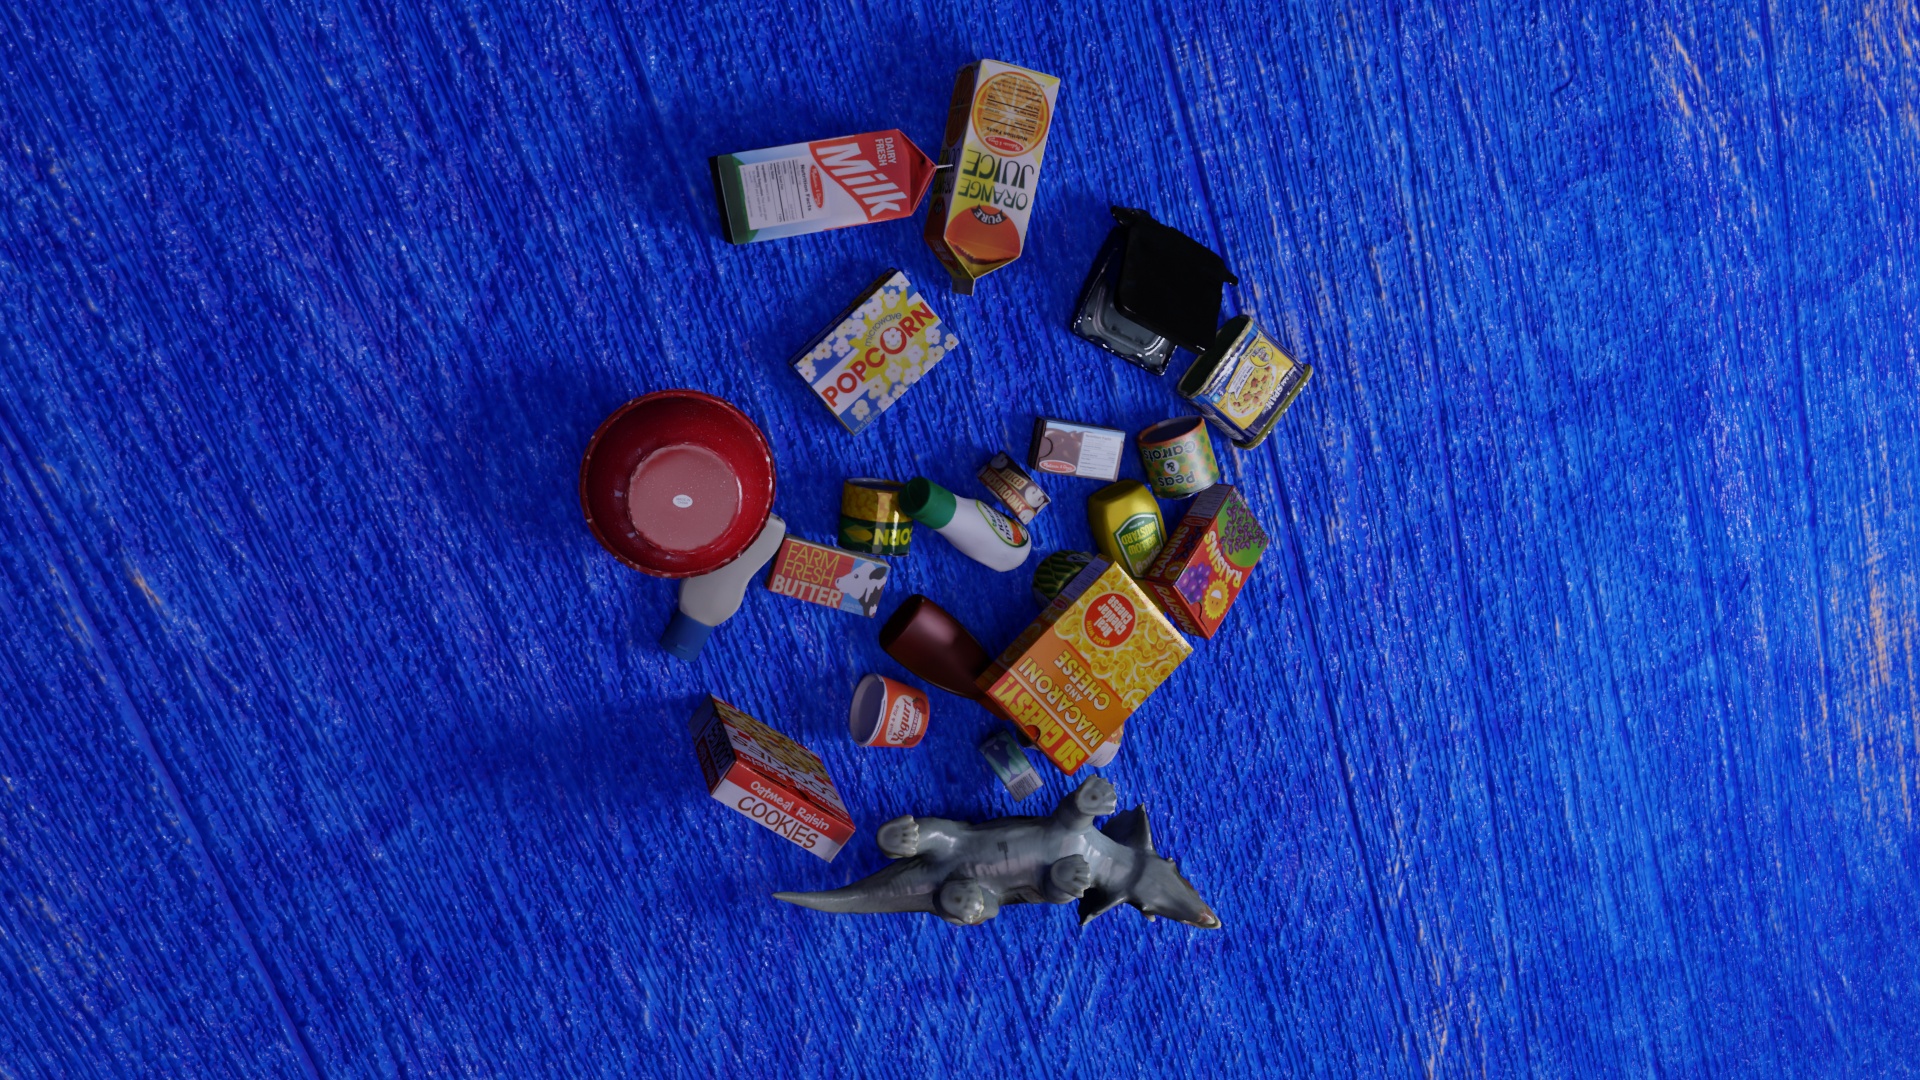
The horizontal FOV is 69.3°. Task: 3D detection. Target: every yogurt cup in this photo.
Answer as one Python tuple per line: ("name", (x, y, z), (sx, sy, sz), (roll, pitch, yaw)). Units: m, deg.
("yogurt cup", (-0.065, 0.160, 1.283), (0.054, 0.072, 0.072), (15, 99, -28))

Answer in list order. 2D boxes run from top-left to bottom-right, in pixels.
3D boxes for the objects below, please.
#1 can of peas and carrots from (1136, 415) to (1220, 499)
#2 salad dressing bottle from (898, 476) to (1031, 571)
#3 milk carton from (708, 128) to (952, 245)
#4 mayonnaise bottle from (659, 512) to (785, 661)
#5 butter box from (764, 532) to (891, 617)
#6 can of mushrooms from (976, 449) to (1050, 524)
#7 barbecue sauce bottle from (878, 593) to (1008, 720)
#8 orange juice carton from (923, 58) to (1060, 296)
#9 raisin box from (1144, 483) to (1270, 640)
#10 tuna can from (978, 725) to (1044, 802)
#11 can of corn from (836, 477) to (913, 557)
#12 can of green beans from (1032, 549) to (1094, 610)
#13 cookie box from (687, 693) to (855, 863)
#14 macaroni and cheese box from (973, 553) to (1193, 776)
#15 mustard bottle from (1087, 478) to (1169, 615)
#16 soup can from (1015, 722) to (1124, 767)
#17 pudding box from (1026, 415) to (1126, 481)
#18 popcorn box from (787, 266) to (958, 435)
("can of peas and carrots", (0.203, -0.078, 1.302), (0.071, 0.071, 0.058), (-23, 108, -10))
("salad dressing bottle", (0.004, -0.016, 1.238), (0.044, 0.064, 0.147), (-41, 142, 19))
("milk carton", (-0.106, -0.297, 1.155), (0.191, 0.072, 0.073), (-12, 107, -13))
("mayonnaise bottle", (-0.214, 0.035, 1.219), (0.065, 0.041, 0.148), (29, 95, -15))
("butter box", (-0.120, 0.032, 1.255), (0.103, 0.024, 0.053), (16, 98, -20))
("can of mushrooms", (0.048, -0.048, 1.262), (0.033, 0.071, 0.071), (-43, 111, -1))
("barbecue sauce bottle", (-0.003, 0.115, 1.301), (0.148, 0.044, 0.065), (39, 90, -22))
("orange juice carton", (0.021, -0.306, 1.191), (0.073, 0.072, 0.192), (9, 100, -18))
("raisin box", (0.236, 0.019, 1.321), (0.124, 0.040, 0.086), (-55, 128, -21))
("tuna can", (0.047, 0.213, 1.329), (0.033, 0.071, 0.071), (-35, 110, -5))
("can of corn", (-0.072, -0.021, 1.232), (0.071, 0.071, 0.058), (4, 102, -18))
("can of green beans", (0.108, 0.048, 1.310), (0.071, 0.058, 0.071), (-4, 104, -16))
("cookie box", (-0.166, 0.202, 1.205), (0.123, 0.168, 0.040), (34, 91, -21))
("macaroni and cheese box", (0.113, 0.114, 1.269), (0.166, 0.040, 0.123), (-45, 110, -6))
("mustard bottle", (0.173, 0.022, 1.328), (0.065, 0.049, 0.159), (-26, 109, -11))
("soup can", (0.106, 0.174, 1.337), (0.084, 0.071, 0.071), (19, 97, -21))
("pudding box", (0.108, -0.086, 1.293), (0.084, 0.030, 0.049), (6, 102, -18))
("popcorn box", (-0.077, -0.165, 1.213), (0.127, 0.038, 0.085), (-43, 110, -3))
